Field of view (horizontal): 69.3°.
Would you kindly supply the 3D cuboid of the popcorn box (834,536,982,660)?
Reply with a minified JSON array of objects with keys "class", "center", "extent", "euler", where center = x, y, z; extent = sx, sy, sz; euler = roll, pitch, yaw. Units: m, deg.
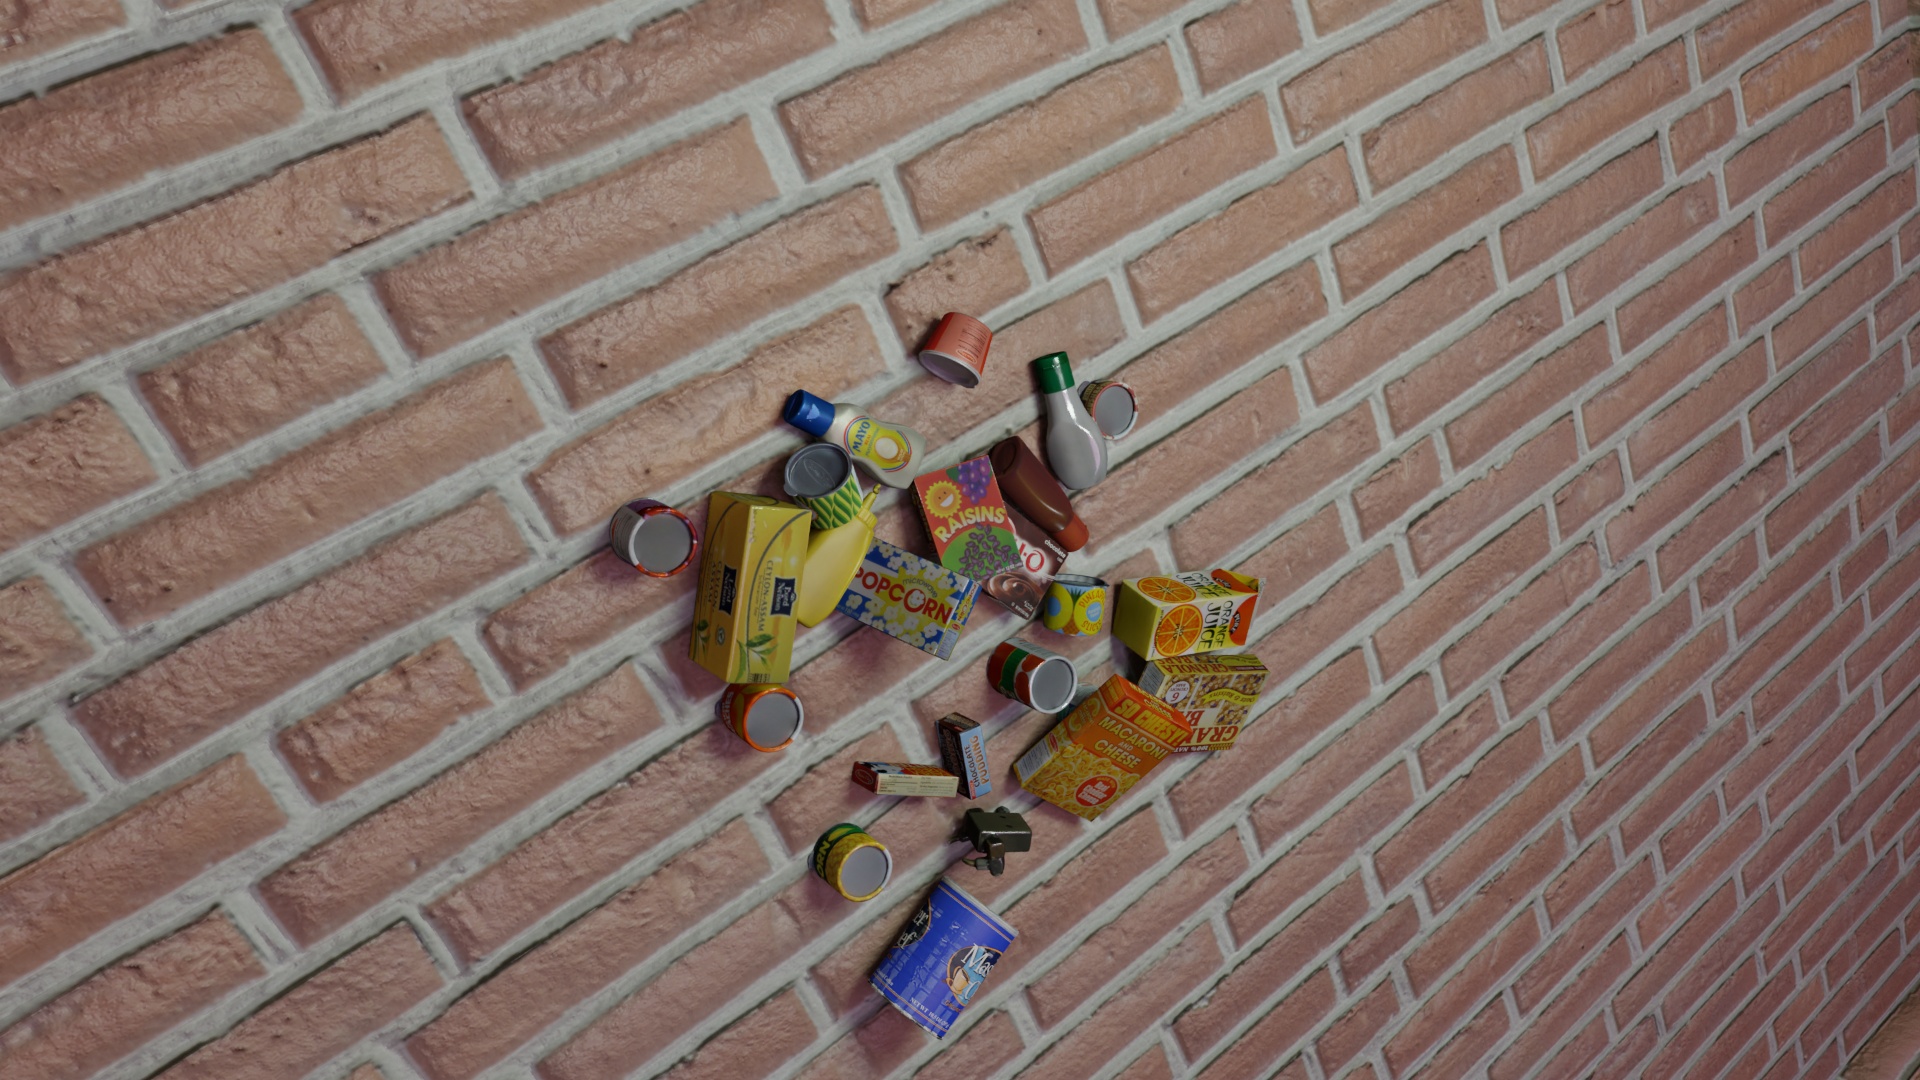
[{"class":"popcorn box","center":[-0.054,0.057,1.398],"extent":[0.085,0.127,0.038],"euler":[-65,156,-6]}]

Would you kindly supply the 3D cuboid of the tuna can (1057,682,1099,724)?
[{"class":"tuna can","center":[0.148,0.203,1.605],"extent":[0.071,0.033,0.071],"euler":[-7,103,-30]}]

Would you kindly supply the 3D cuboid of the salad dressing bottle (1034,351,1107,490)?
[{"class":"salad dressing bottle","center":[0.117,-0.130,1.507],"extent":[0.044,0.064,0.147],"euler":[-45,121,-63]}]

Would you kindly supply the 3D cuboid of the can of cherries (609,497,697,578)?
[{"class":"can of cherries","center":[-0.281,-0.003,1.283],"extent":[0.072,0.058,0.071],"euler":[-7,103,-30]}]

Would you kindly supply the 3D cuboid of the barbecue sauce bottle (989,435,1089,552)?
[{"class":"barbecue sauce bottle","center":[0.088,-0.045,1.506],"extent":[0.148,0.043,0.065],"euler":[47,32,-35]}]

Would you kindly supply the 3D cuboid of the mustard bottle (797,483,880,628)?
[{"class":"mustard bottle","center":[-0.126,0.009,1.387],"extent":[0.065,0.049,0.160],"euler":[41,77,-26]}]

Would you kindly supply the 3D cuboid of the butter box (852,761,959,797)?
[{"class":"butter box","center":[-0.058,0.254,1.476],"extent":[0.103,0.053,0.024],"euler":[9,93,-33]}]

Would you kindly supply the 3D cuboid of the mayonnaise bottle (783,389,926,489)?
[{"class":"mayonnaise bottle","center":[-0.106,-0.104,1.381],"extent":[0.148,0.041,0.065],"euler":[25,84,-34]}]

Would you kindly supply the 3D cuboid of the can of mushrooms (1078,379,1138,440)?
[{"class":"can of mushrooms","center":[0.162,-0.147,1.544],"extent":[0.071,0.033,0.071],"euler":[-7,104,-30]}]

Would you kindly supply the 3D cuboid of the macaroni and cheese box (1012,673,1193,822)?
[{"class":"macaroni and cheese box","center":[0.161,0.235,1.570],"extent":[0.123,0.040,0.166],"euler":[32,112,-35]}]

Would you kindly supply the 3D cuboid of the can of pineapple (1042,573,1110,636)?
[{"class":"can of pineapple","center":[0.128,0.072,1.545],"extent":[0.071,0.071,0.057],"euler":[0,100,-32]}]

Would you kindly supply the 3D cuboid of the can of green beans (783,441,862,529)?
[{"class":"can of green beans","center":[-0.132,-0.053,1.350],"extent":[0.071,0.071,0.057],"euler":[-42,151,-18]}]

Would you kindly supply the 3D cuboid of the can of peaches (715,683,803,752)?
[{"class":"can of peaches","center":[-0.198,0.170,1.369],"extent":[0.071,0.058,0.071],"euler":[-7,104,-31]}]

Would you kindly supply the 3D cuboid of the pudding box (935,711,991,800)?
[{"class":"pudding box","center":[0.003,0.234,1.512],"extent":[0.030,0.049,0.083],"euler":[-19,110,-29]}]

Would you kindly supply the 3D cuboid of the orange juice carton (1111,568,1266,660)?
[{"class":"orange juice carton","center":[0.279,0.084,1.631],"extent":[0.193,0.073,0.071],"euler":[-5,116,-31]}]

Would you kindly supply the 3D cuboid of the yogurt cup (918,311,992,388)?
[{"class":"yogurt cup","center":[-0.002,-0.196,1.415],"extent":[0.072,0.072,0.054],"euler":[31,75,-33]}]

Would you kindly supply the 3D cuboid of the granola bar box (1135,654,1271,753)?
[{"class":"granola bar box","center":[0.275,0.195,1.655],"extent":[0.166,0.039,0.123],"euler":[2,122,-32]}]

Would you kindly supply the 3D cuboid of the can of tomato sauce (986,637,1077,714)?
[{"class":"can of tomato sauce","center":[0.078,0.150,1.522],"extent":[0.071,0.083,0.071],"euler":[-7,103,-31]}]

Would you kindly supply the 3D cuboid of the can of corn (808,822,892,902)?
[{"class":"can of corn","center":[-0.115,0.338,1.454],"extent":[0.071,0.058,0.071],"euler":[-7,103,-31]}]

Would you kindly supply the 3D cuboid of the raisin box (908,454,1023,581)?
[{"class":"raisin box","center":[0.005,-0.018,1.440],"extent":[0.086,0.040,0.123],"euler":[-19,92,-13]}]
